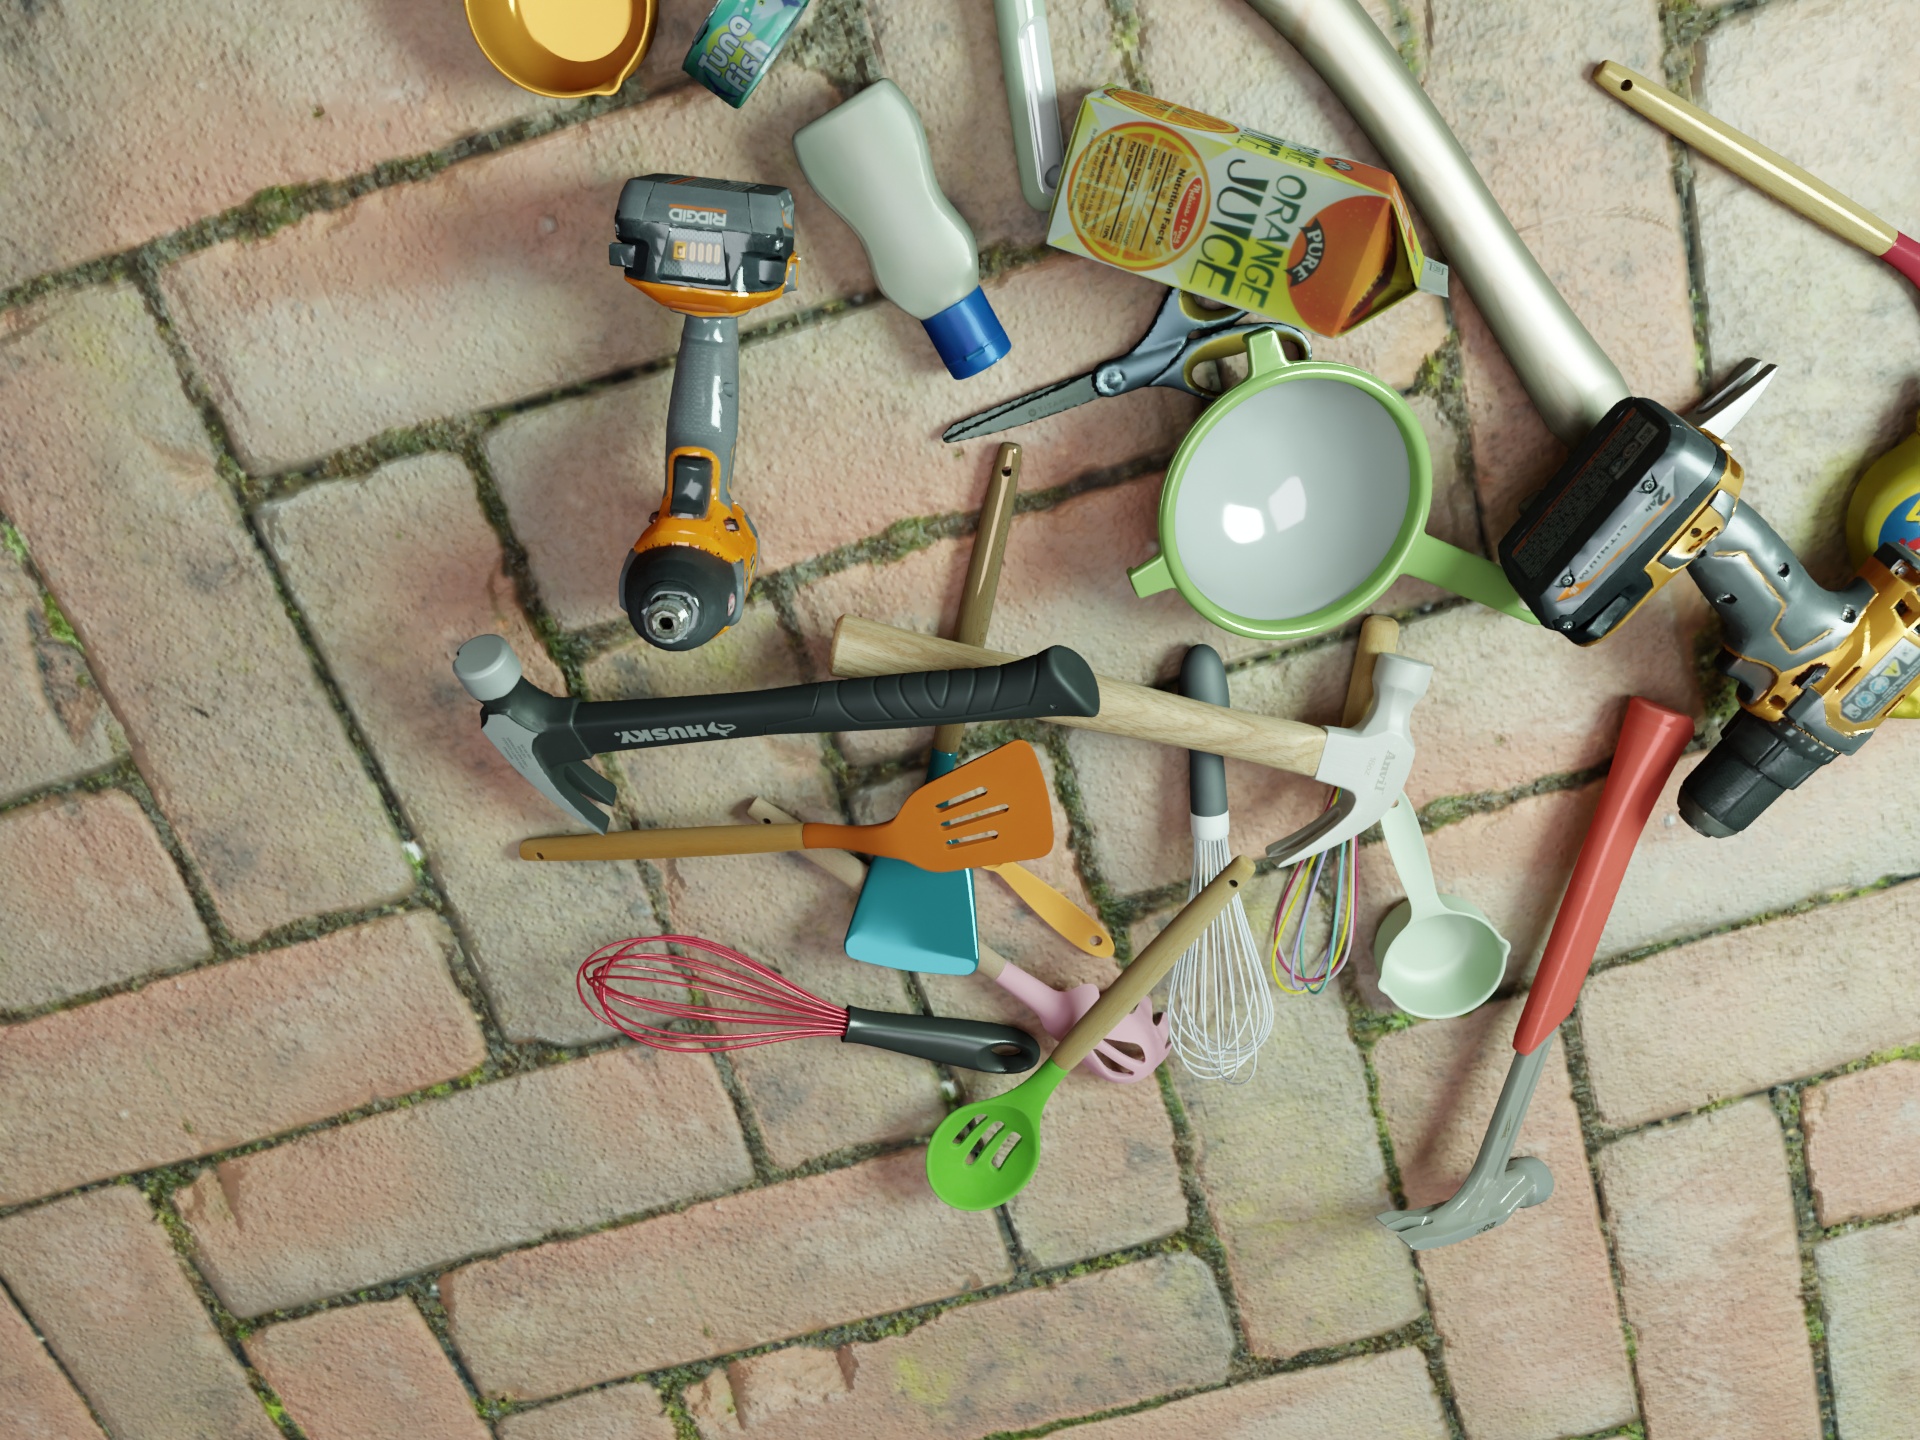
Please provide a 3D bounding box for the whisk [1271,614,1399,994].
[{"bbox_3d":[0.225,0.057,0.948,0.047,0.051,0.245,8,109,2],"label":"whisk"}]

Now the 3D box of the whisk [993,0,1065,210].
[{"bbox_3d":[0.025,-0.371,0.765,0.058,0.059,0.246,-27,121,-29],"label":"whisk"}]

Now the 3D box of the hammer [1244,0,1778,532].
[{"bbox_3d":[0.254,-0.279,0.812,0.146,0.038,0.410,-39,108,12],"label":"hammer"}]

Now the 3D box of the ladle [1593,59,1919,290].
[{"bbox_3d":[0.462,-0.260,0.829,0.315,0.031,0.069,26,117,-9],"label":"ladle"}]

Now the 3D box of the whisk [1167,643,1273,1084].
[{"bbox_3d":[0.151,0.091,0.957,0.070,0.070,0.284,-6,107,1],"label":"whisk"}]

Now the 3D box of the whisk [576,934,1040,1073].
[{"bbox_3d":[-0.090,0.185,0.989,0.295,0.073,0.073,12,112,-13],"label":"whisk"}]

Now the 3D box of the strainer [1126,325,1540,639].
[{"bbox_3d":[0.216,-0.109,0.872,0.256,0.069,0.151,18,110,-21],"label":"strainer"}]

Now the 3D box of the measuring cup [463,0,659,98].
[{"bbox_3d":[-0.153,-0.367,0.760,0.173,0.052,0.095,-29,110,9],"label":"measuring cup"}]

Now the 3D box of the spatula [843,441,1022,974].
[{"bbox_3d":[-0.001,-0.003,0.917,0.082,0.044,0.317,10,111,-6],"label":"spatula"}]

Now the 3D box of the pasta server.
[{"bbox_3d":[0.002,0.137,0.986,0.316,0.040,0.060,35,108,-10],"label":"pasta server"}]

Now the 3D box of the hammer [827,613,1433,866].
[{"bbox_3d":[0.090,-0.004,0.890,0.331,0.031,0.130,12,101,-4],"label":"hammer"}]

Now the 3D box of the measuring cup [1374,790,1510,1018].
[{"bbox_3d":[0.279,0.104,0.971,0.083,0.038,0.167,-20,110,7],"label":"measuring cup"}]

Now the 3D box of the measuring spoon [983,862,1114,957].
[{"bbox_3d":[0.053,0.110,0.985,0.116,0.011,0.021,41,106,-20],"label":"measuring spoon"}]

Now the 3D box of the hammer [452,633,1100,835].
[{"bbox_3d":[-0.092,-0.002,0.861,0.335,0.035,0.146,-5,140,12],"label":"hammer"}]

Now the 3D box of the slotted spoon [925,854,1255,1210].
[{"bbox_3d":[0.078,0.192,0.966,0.070,0.031,0.313,33,116,-8],"label":"slotted spoon"}]

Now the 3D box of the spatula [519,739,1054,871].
[{"bbox_3d":[-0.109,0.063,0.922,0.322,0.041,0.081,-4,122,17],"label":"spatula"}]

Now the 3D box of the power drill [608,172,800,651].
[{"bbox_3d":[-0.131,-0.148,0.791,0.084,0.164,0.226,5,110,-4],"label":"power drill"}]

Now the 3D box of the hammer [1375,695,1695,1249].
[{"bbox_3d":[0.360,0.158,0.970,0.149,0.037,0.359,-1,112,-37],"label":"hammer"}]

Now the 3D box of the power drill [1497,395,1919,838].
[{"bbox_3d":[0.397,-0.045,0.846,0.226,0.084,0.185,27,115,-15],"label":"power drill"}]
